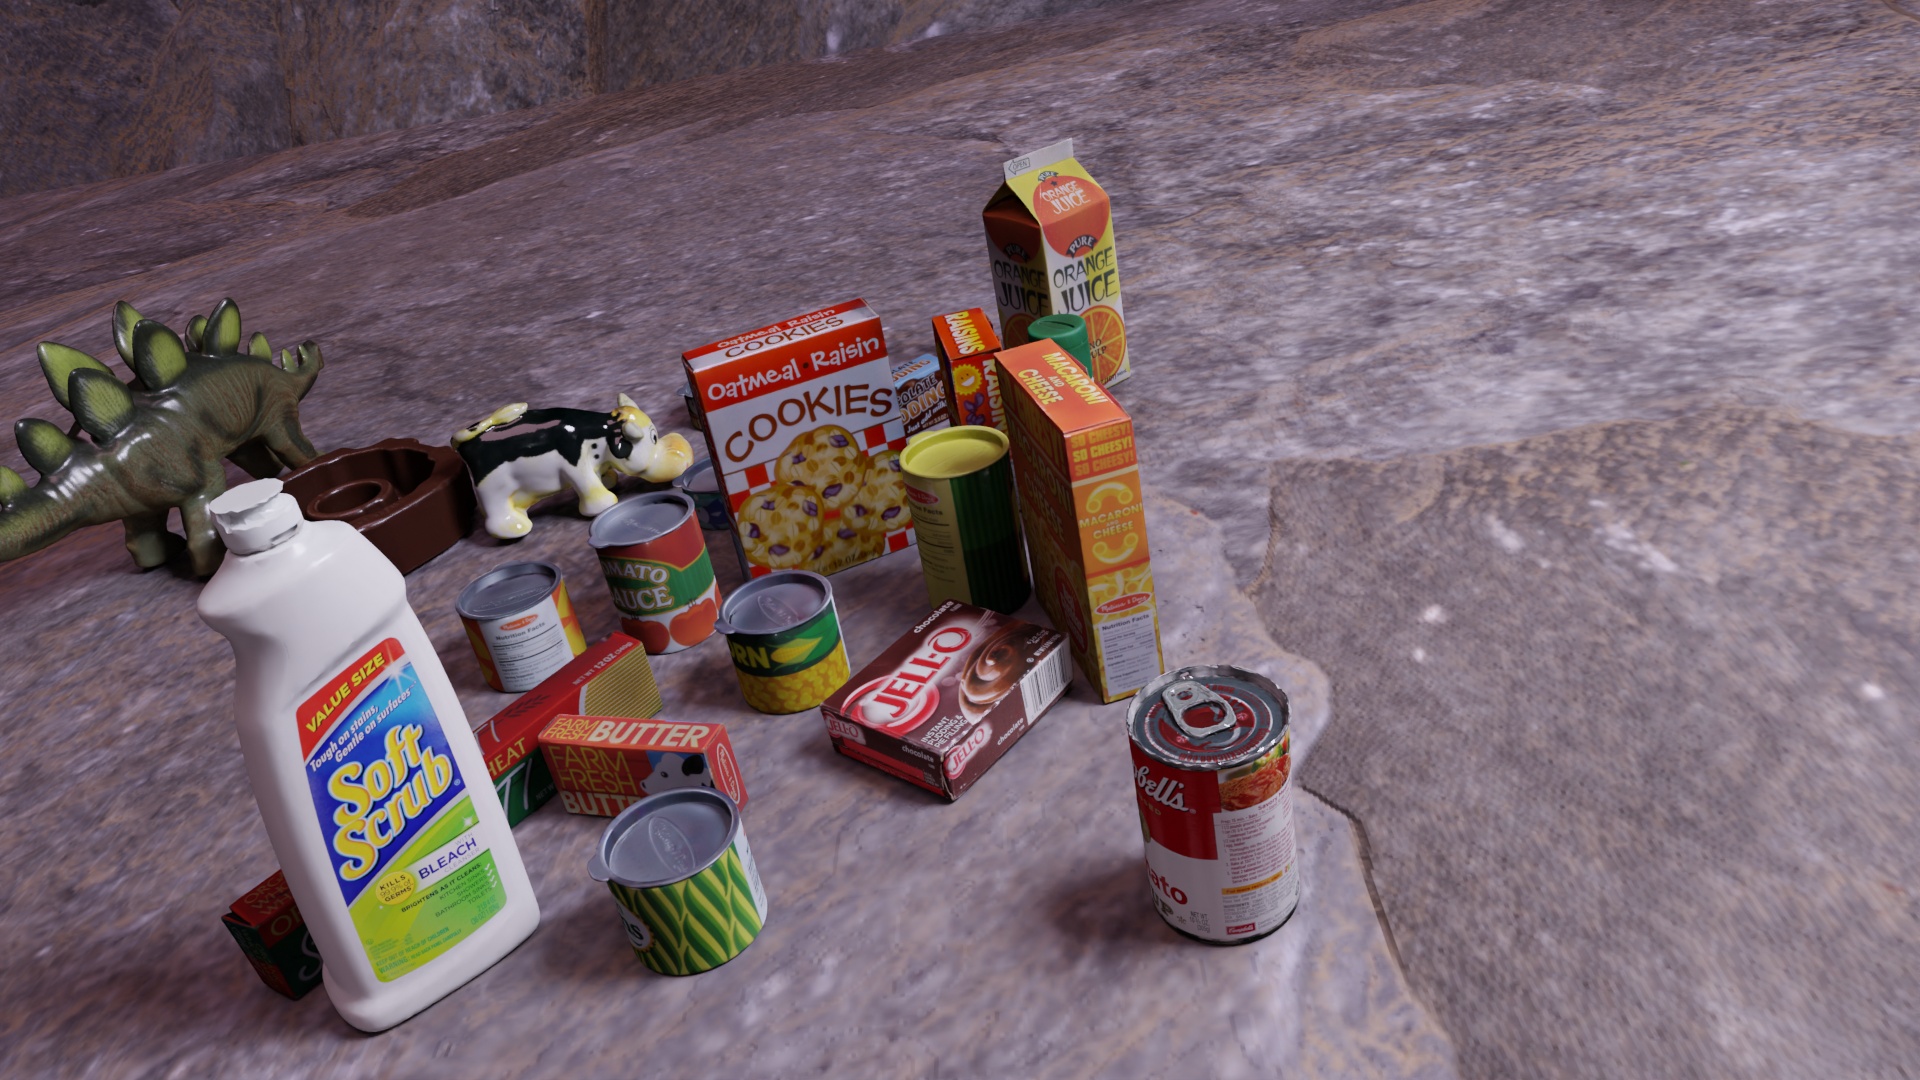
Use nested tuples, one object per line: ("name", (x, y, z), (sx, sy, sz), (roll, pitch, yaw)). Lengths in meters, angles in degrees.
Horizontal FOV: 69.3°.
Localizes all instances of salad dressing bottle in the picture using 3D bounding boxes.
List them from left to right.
("salad dressing bottle", (0.070, -0.070, 0.884), (0.064, 0.147, 0.044), (18, 40, 41))

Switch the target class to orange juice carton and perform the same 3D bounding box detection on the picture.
("orange juice carton", (0.074, -0.209, 1.081), (0.072, 0.191, 0.073), (-28, 33, -28))

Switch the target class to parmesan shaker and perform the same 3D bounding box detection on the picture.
("parmesan shaker", (0.003, -0.011, 0.849), (0.071, 0.102, 0.071), (-8, 29, 5))

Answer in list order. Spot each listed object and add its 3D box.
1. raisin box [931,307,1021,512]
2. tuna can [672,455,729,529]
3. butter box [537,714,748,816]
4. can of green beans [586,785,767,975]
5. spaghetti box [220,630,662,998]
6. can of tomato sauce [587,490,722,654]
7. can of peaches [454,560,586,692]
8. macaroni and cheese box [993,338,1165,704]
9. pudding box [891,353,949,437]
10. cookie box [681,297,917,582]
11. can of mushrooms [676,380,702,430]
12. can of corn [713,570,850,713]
("raisin box", (0.014, -0.088, 0.960), (0.040, 0.122, 0.086), (-13, 29, -3))
("tuna can", (-0.174, -0.037, 1.025), (0.071, 0.032, 0.071), (-8, 29, 5))
("butter box", (-0.167, 0.120, 0.728), (0.103, 0.053, 0.024), (1, 31, 20))
("can of green beans", (-0.128, 0.158, 0.645), (0.071, 0.057, 0.071), (-8, 29, 5))
("spaghetti box", (-0.260, 0.136, 0.735), (0.029, 0.050, 0.251), (12, 37, 35))
("can of tomato sauce", (-0.192, 0.021, 0.878), (0.071, 0.082, 0.071), (-8, 29, 5))
("can of peaches", (-0.276, 0.053, 0.877), (0.071, 0.057, 0.071), (-8, 29, 5))
("macaroni and cheese box", (0.066, -0.013, 0.768), (0.040, 0.165, 0.124), (-16, 30, -9))
("pudding box", (-0.047, -0.109, 1.091), (0.084, 0.049, 0.030), (-27, 33, -27))
("cookie box", (-0.099, -0.059, 0.902), (0.123, 0.166, 0.040), (-20, 30, -16))
("can of mushrooms", (-0.203, -0.121, 1.180), (0.071, 0.033, 0.071), (-8, 29, 5))
("can of corn", (-0.103, 0.060, 0.807), (0.071, 0.058, 0.071), (-8, 29, 5))
